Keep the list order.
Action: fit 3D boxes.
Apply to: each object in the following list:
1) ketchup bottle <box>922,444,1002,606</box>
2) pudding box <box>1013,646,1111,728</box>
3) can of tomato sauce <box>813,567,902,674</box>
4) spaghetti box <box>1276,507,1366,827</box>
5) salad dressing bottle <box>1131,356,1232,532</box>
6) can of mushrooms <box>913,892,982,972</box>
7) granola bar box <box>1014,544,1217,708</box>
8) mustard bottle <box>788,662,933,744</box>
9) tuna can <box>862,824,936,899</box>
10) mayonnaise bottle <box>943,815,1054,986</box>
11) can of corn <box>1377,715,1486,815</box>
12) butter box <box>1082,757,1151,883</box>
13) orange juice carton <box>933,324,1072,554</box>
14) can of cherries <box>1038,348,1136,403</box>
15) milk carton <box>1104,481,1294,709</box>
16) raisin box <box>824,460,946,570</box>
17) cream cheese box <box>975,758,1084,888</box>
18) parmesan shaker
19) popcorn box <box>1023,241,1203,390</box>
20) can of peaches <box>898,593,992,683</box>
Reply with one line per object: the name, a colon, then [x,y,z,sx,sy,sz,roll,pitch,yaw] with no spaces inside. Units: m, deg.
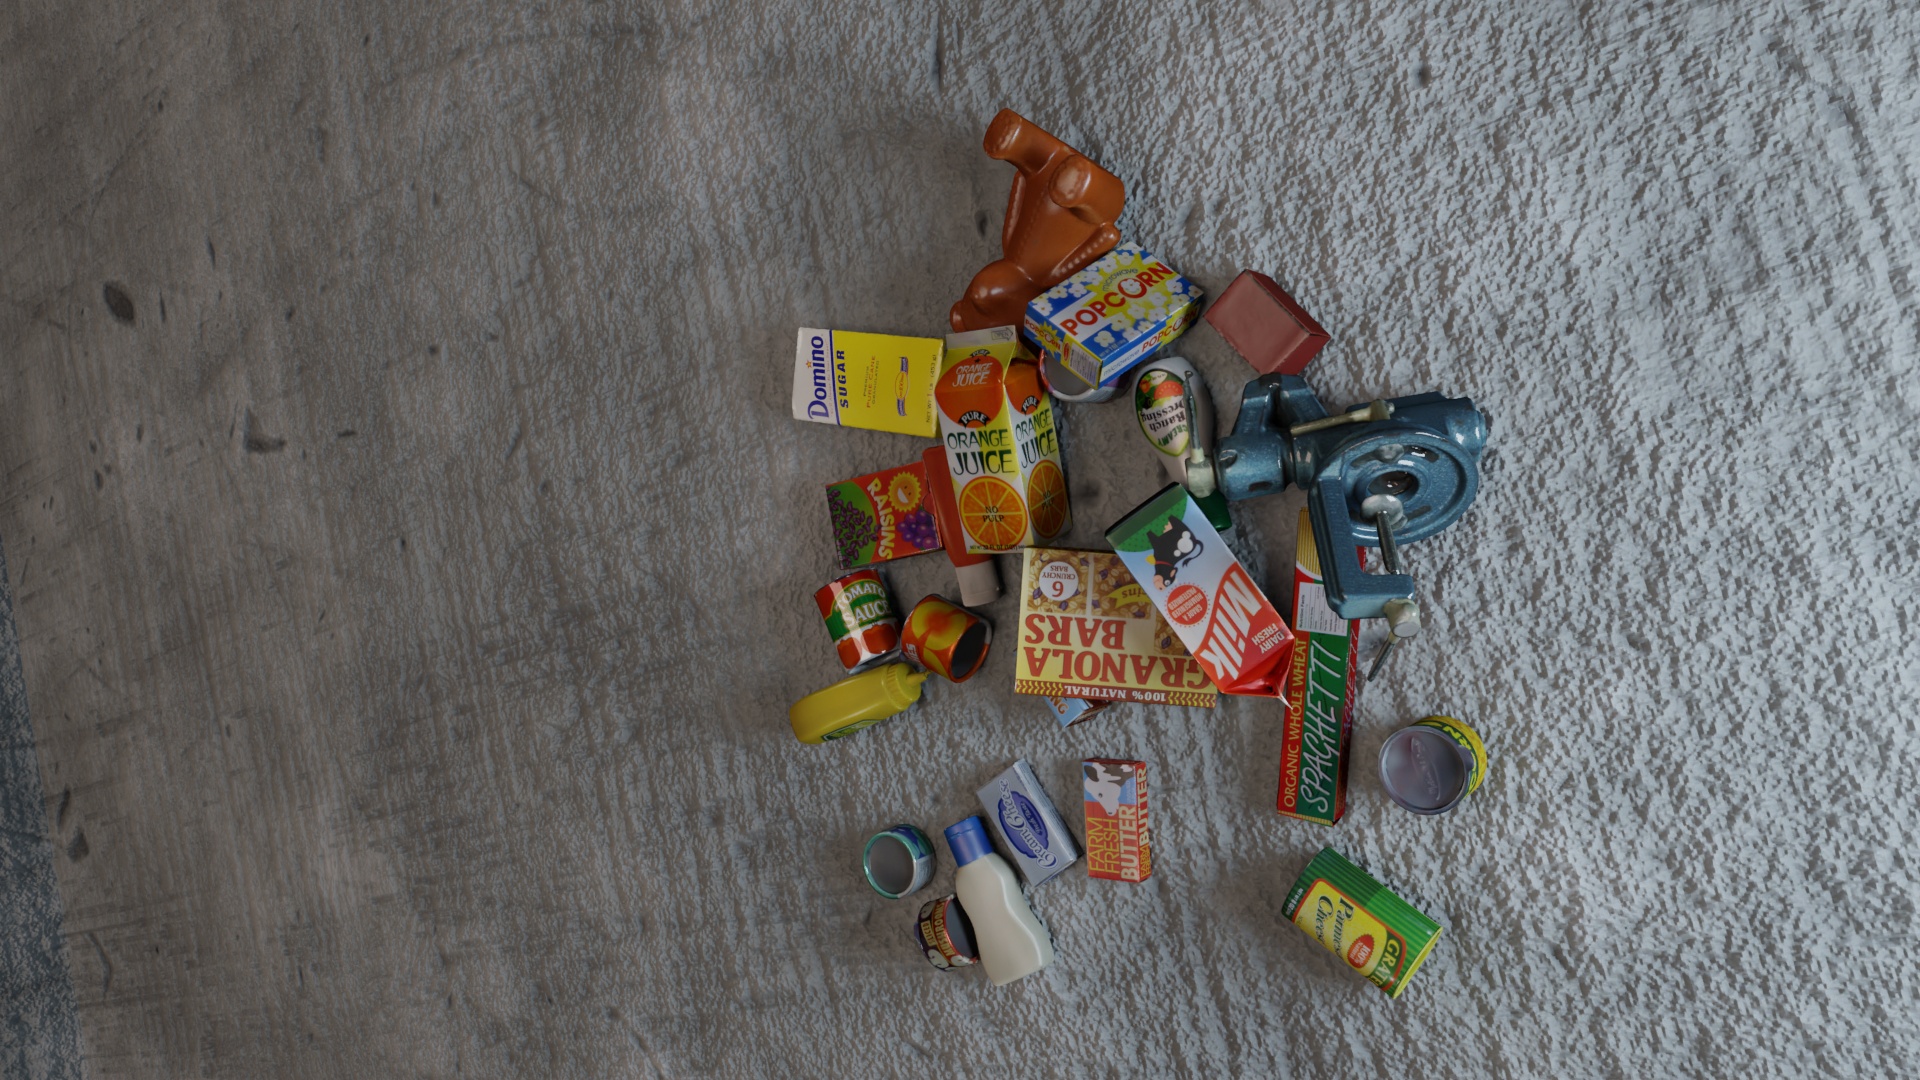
ketchup bottle: [0.005,-0.016,1.263,0.043,0.065,0.148,-12,94,20]
pudding box: [0.089,0.120,1.219,0.030,0.050,0.084,-45,69,28]
can of tomato sauce: [-0.094,0.077,1.325,0.071,0.071,0.083,-31,76,31]
spaghetti box: [0.286,0.099,1.101,0.050,0.029,0.249,6,96,33]
salad dressing bottle: [0.186,-0.076,1.149,0.064,0.044,0.148,-21,81,31]
can of mushrooms: [-0.009,0.361,1.282,0.033,0.071,0.071,-27,78,30]
granola bar box: [0.132,0.070,1.154,0.165,0.039,0.124,4,94,6]
mustard bottle: [-0.089,0.151,1.330,0.160,0.065,0.049,-25,75,28]
tuna can: [-0.061,0.307,1.336,0.071,0.033,0.071,2,94,33]
mayonnaise bottle: [0.030,0.327,1.274,0.064,0.041,0.148,-31,75,25]
can of corn: [0.357,0.166,1.040,0.071,0.058,0.071,2,93,33]
butter box: [0.136,0.243,1.209,0.053,0.024,0.103,-3,90,34]
orange juice carton: [0.035,-0.088,1.202,0.072,0.073,0.192,-1,108,33]
can of cherries: [0.108,-0.153,1.188,0.071,0.058,0.071,2,94,33]
milk carton: [0.197,0.050,1.088,0.073,0.072,0.190,-37,90,6]
raisin box: [-0.064,-0.024,1.319,0.123,0.040,0.086,-12,85,32]
cream cheese box: [0.062,0.256,1.258,0.053,0.024,0.104,-42,70,28]
parmesan shaker: [0.308,0.296,1.075,0.103,0.071,0.071,34,110,27]
popcorn box: [0.125,-0.185,1.137,0.085,0.127,0.038,41,149,25]
can of peaches: [-0.014,0.092,1.274,0.058,0.071,0.071,25,106,29]
